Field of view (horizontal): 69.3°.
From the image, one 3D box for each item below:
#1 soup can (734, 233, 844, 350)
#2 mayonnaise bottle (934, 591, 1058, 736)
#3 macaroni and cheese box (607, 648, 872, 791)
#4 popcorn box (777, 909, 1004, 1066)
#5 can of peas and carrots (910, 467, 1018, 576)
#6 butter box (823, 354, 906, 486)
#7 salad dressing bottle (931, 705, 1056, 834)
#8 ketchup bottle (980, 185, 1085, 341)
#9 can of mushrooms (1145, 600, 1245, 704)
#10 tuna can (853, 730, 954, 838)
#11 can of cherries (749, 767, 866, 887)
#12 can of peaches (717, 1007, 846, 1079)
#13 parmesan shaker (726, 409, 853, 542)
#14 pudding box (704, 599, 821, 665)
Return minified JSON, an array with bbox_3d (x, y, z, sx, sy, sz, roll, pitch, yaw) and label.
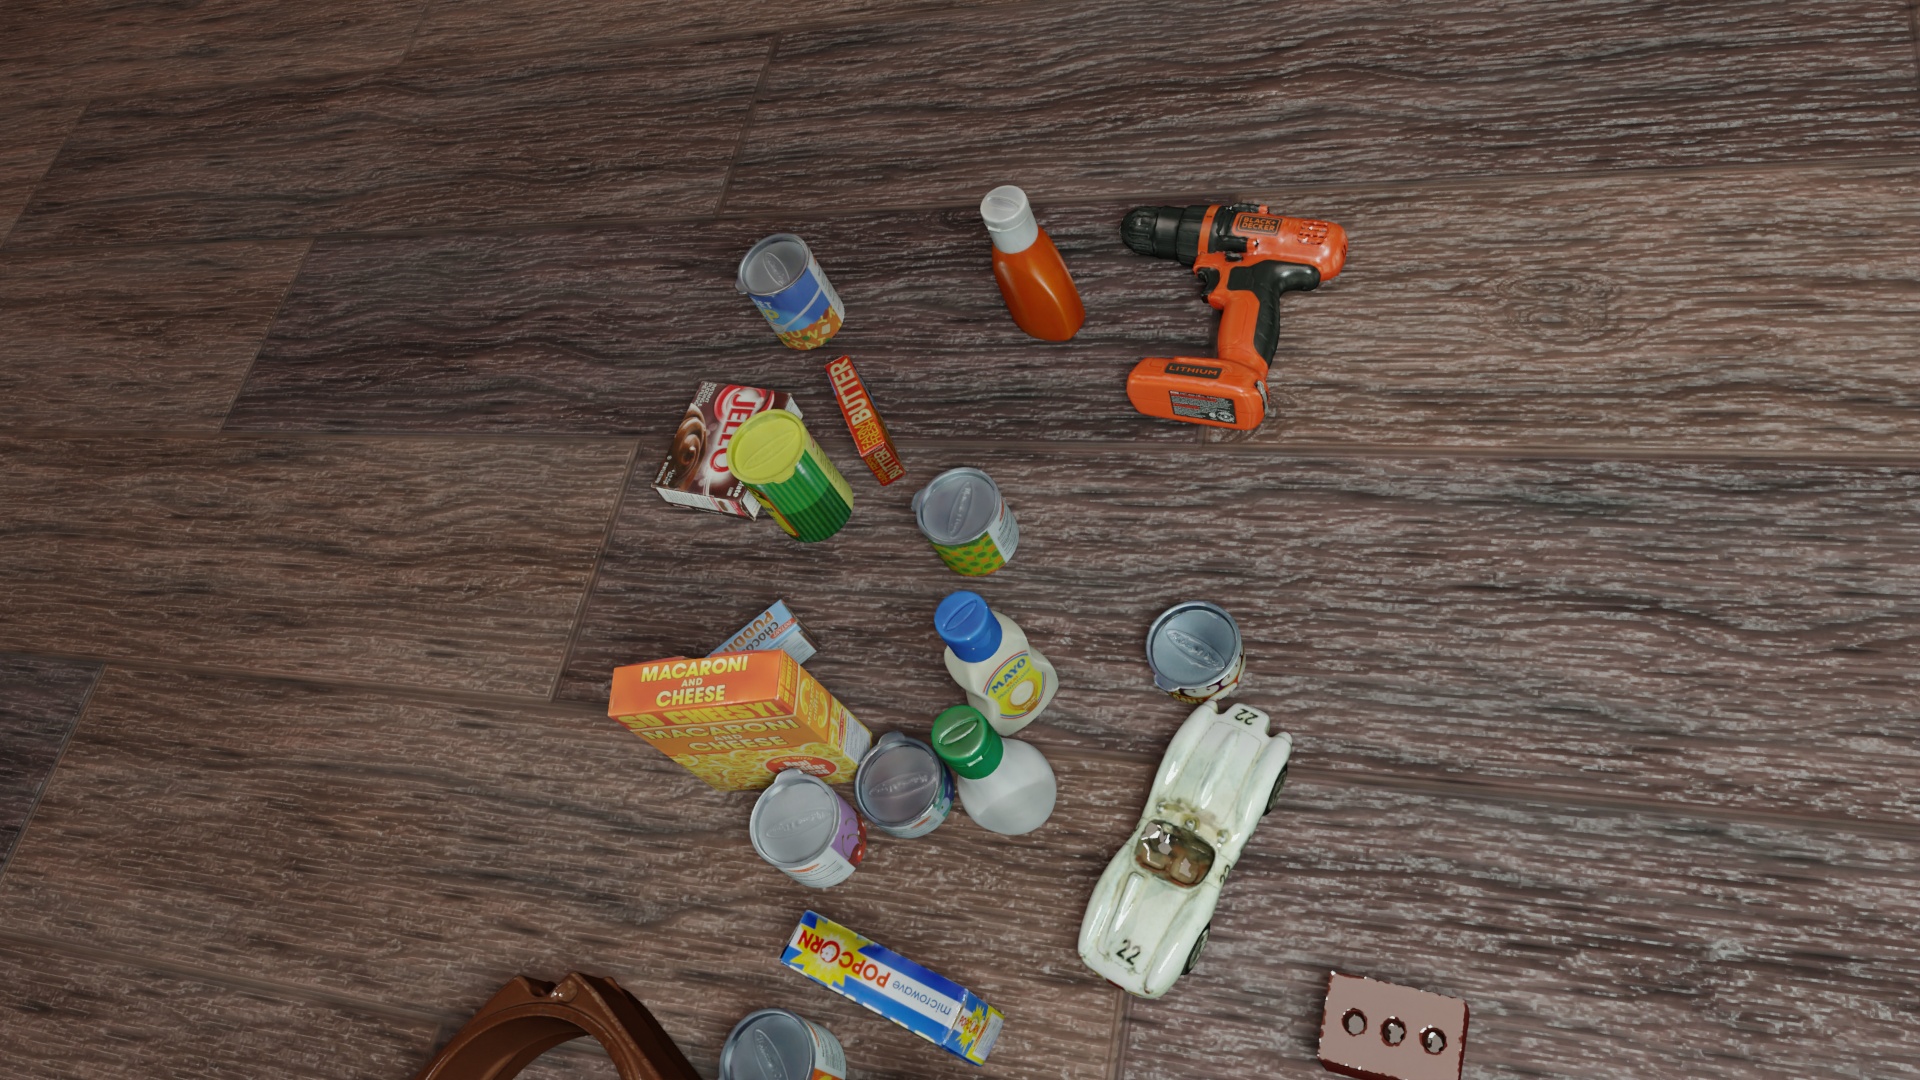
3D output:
[{"bbox_3d":[-0.148,-0.214,1.208,0.071,0.083,0.071,-8,60,15],"label":"soup can"},{"bbox_3d":[0.022,0.082,0.945,0.065,0.147,0.041,-44,57,-7],"label":"mayonnaise bottle"},{"bbox_3d":[-0.149,0.128,0.968,0.123,0.166,0.040,-7,60,16],"label":"macaroni and cheese box"},{"bbox_3d":[-0.043,0.287,0.890,0.127,0.085,0.038,18,70,27],"label":"popcorn box"},{"bbox_3d":[0.004,-0.013,1.058,0.071,0.058,0.071,-8,60,15],"label":"can of peas and carrots"},{"bbox_3d":[-0.078,-0.098,1.137,0.024,0.053,0.104,-27,57,4],"label":"butter box"},{"bbox_3d":[0.021,0.150,0.907,0.064,0.147,0.044,-30,57,2],"label":"salad dressing bottle"},{"bbox_3d":[0.053,-0.218,1.101,0.065,0.148,0.043,23,72,28],"label":"ketchup bottle"},{"bbox_3d":[0.162,0.080,0.965,0.071,0.033,0.071,-8,60,15],"label":"can of mushrooms"},{"bbox_3d":[-0.040,0.173,0.984,0.071,0.032,0.071,-8,60,15],"label":"tuna can"},{"bbox_3d":[-0.106,0.202,0.976,0.071,0.058,0.072,-8,60,15],"label":"can of cherries"},{"bbox_3d":[-0.116,0.343,0.901,0.071,0.058,0.071,-8,60,15],"label":"can of peaches"},{"bbox_3d":[-0.132,-0.047,1.097,0.071,0.102,0.071,-8,60,15],"label":"parmesan shaker"},{"bbox_3d":[-0.154,0.089,1.061,0.084,0.049,0.030,-39,57,-4],"label":"pudding box"}]
